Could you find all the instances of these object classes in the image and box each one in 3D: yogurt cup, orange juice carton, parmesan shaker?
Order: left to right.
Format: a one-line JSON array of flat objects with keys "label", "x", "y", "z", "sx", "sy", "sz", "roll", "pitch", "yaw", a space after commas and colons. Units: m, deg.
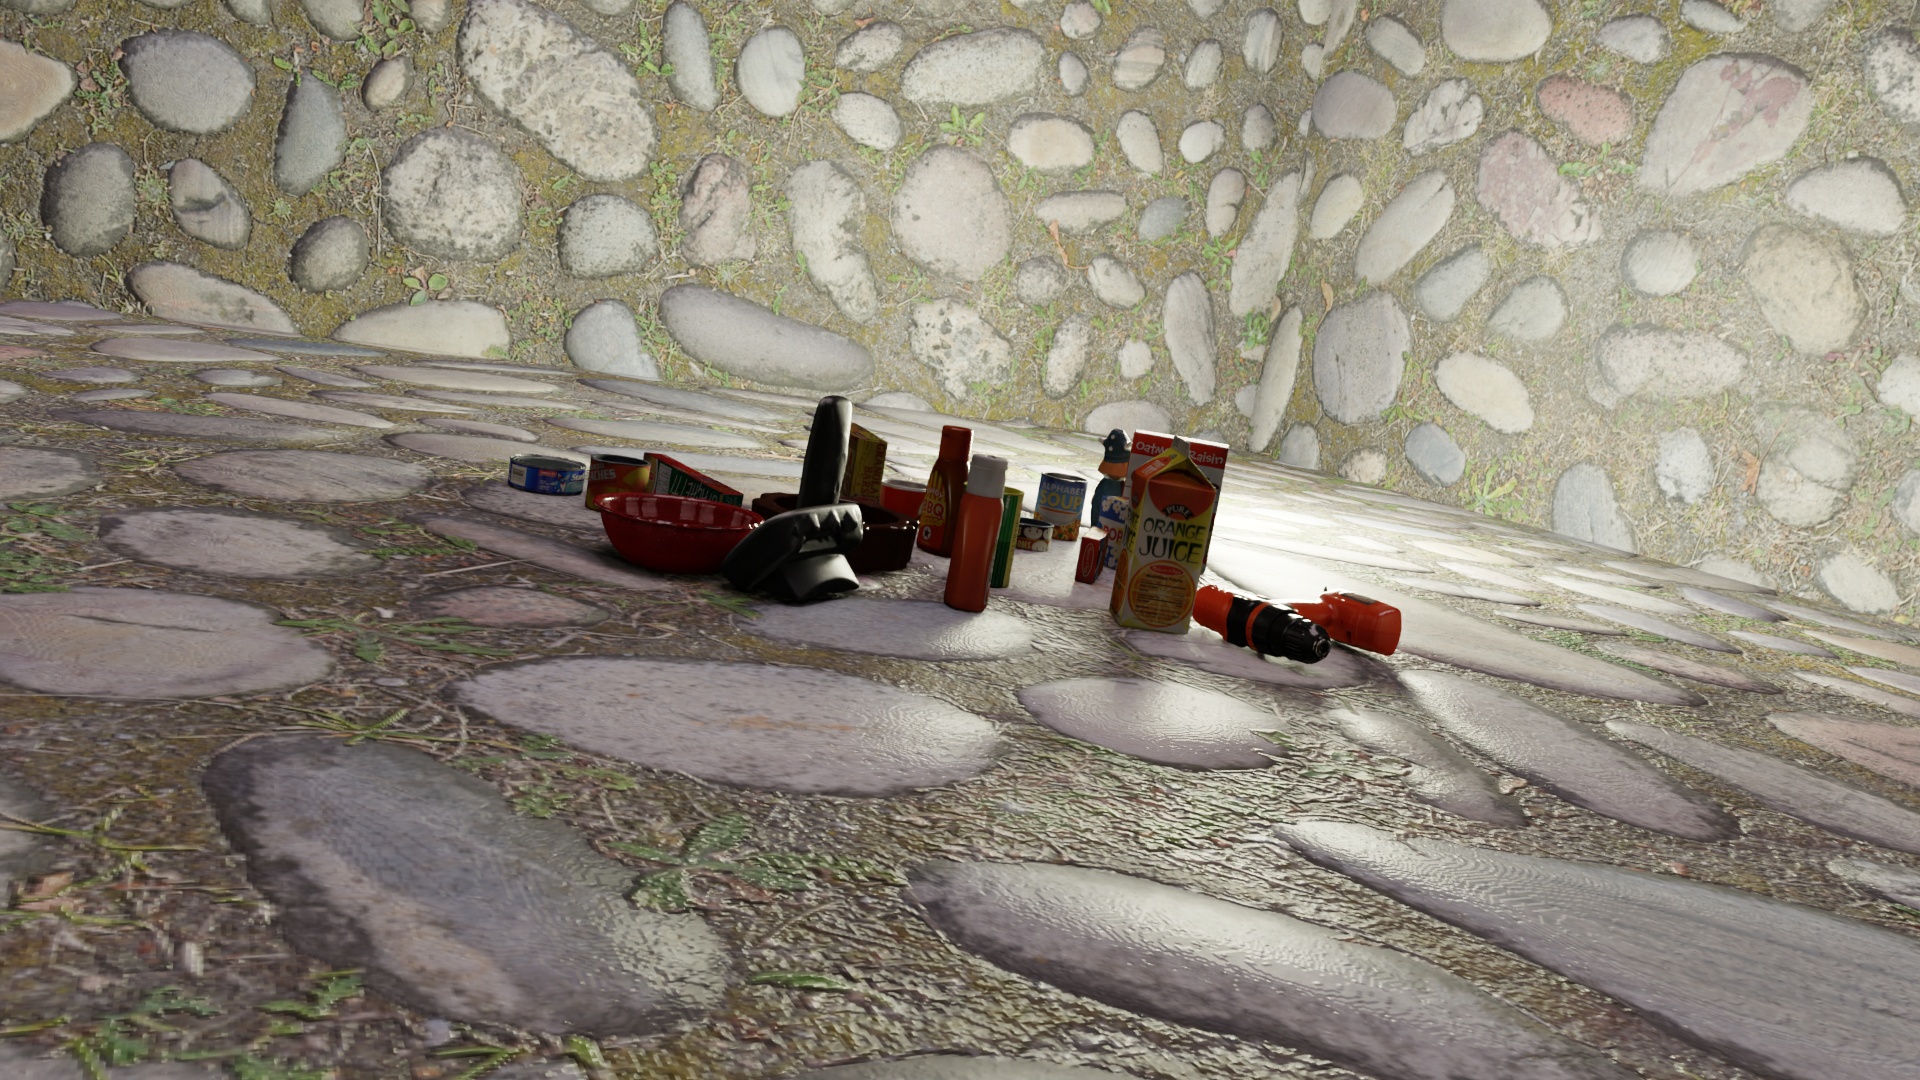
[{"label": "yogurt cup", "x": -0.075, "y": -0.047, "z": 1.771, "sx": 0.072, "sy": 0.054, "sz": 0.072, "roll": 9, "pitch": 9, "yaw": -1}, {"label": "parmesan shaker", "x": 0.028, "y": -0.006, "z": 1.483, "sx": 0.071, "sy": 0.103, "sz": 0.071, "roll": 9, "pitch": 9, "yaw": -1}, {"label": "orange juice carton", "x": 0.206, "y": -0.009, "z": 1.403, "sx": 0.073, "sy": 0.192, "sz": 0.072, "roll": 9, "pitch": 9, "yaw": -4}]

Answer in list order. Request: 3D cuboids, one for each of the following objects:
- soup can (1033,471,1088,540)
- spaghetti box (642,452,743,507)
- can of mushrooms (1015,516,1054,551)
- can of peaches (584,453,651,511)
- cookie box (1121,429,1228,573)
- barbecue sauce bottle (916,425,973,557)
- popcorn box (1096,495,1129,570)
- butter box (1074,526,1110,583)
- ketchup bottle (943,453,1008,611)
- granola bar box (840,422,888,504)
[{"label": "soup can", "x": 0.135, "y": -0.046, "z": 1.888, "sx": 0.071, "sy": 0.083, "sz": 0.071, "roll": 9, "pitch": 9, "yaw": -1}, {"label": "spaghetti box", "x": -0.313, "y": -0.055, "z": 1.596, "sx": 0.029, "sy": 0.050, "sz": 0.250, "roll": 4, "pitch": 11, "yaw": -34}, {"label": "can of mushrooms", "x": 0.083, "y": -0.009, "z": 1.768, "sx": 0.071, "sy": 0.033, "sz": 0.071, "roll": 9, "pitch": 9, "yaw": -1}, {"label": "can of peaches", "x": -0.383, "y": -0.062, "z": 1.544, "sx": 0.071, "sy": 0.058, "sz": 0.071, "roll": 9, "pitch": 9, "yaw": -1}, {"label": "cookie box", "x": 0.271, "y": -0.052, "z": 1.801, "sx": 0.123, "sy": 0.167, "sz": 0.040, "roll": 11, "pitch": 9, "yaw": 6}, {"label": "barbecue sauce bottle", "x": -0.014, "y": -0.058, "z": 1.613, "sx": 0.044, "sy": 0.148, "sz": 0.065, "roll": 3, "pitch": 11, "yaw": -36}, {"label": "popcorn box", "x": 0.218, "y": -0.001, "z": 1.695, "sx": 0.038, "sy": 0.085, "sz": 0.127, "roll": 4, "pitch": 11, "yaw": -34}, {"label": "butter box", "x": 0.155, "y": 0.016, "z": 1.628, "sx": 0.024, "sy": 0.053, "sz": 0.104, "roll": 11, "pitch": 9, "yaw": 11}, {"label": "ketchup bottle", "x": 0.016, "y": -0.009, "z": 1.350, "sx": 0.043, "sy": 0.148, "sz": 0.065, "roll": 9, "pitch": 9, "yaw": -4}, {"label": "granola bar box", "x": -0.132, "y": -0.071, "z": 1.644, "sx": 0.039, "sy": 0.124, "sz": 0.166, "roll": 7, "pitch": 10, "yaw": -18}]
